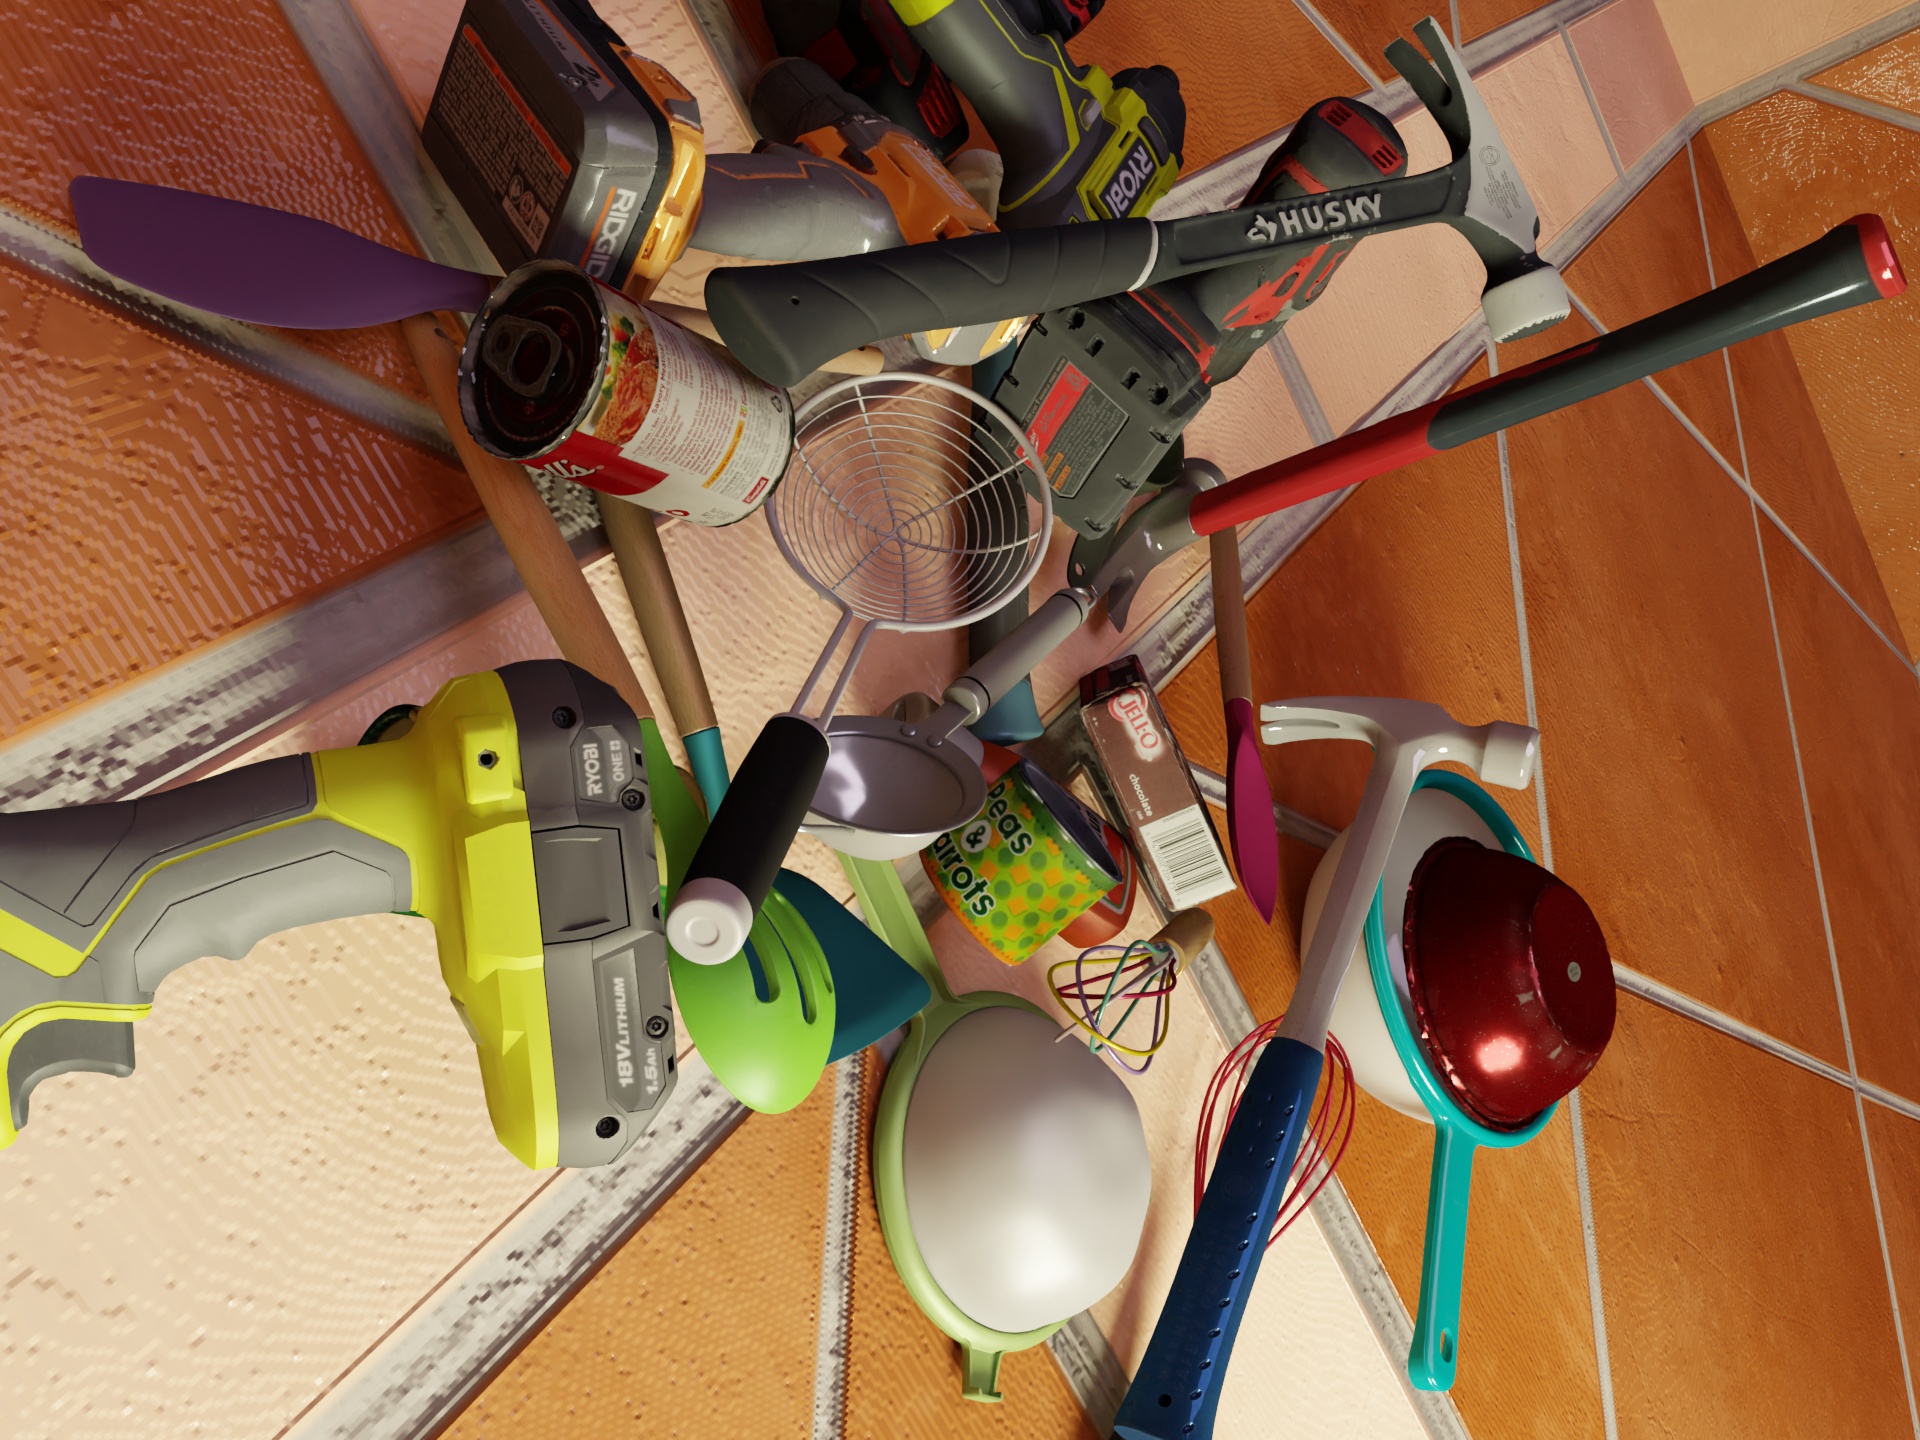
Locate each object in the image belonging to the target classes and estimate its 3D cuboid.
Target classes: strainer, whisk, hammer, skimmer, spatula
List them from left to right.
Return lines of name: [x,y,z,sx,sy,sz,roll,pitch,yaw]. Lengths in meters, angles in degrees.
spatula: [-0.153,-0.153,0.593,0.315,0.018,0.060,-2,56,-42]
spatula: [-0.100,-0.023,0.612,0.082,0.044,0.317,-19,90,-51]
skimmer: [-0.038,-0.042,0.573,0.127,0.090,0.363,23,25,-3]
strainer: [-0.001,-0.002,0.654,0.258,0.087,0.050,-42,149,-49]
hammer: [0.019,-0.141,0.798,0.128,0.033,0.331,19,62,-44]
strainer: [0.017,0.139,0.663,0.151,0.069,0.256,-34,104,-49]
whisk: [0.085,0.109,0.721,0.245,0.047,0.051,-7,104,-72]
hammer: [0.087,-0.197,0.644,0.409,0.036,0.149,-19,89,-29]
whisk: [0.118,0.259,0.748,0.073,0.073,0.296,51,51,-23]
hammer: [0.160,0.147,0.766,0.406,0.144,0.035,-62,152,-30]
strainer: [0.244,0.193,0.883,0.210,0.095,0.341,37,53,-30]
hammer: [0.236,-0.139,0.766,0.038,0.386,0.143,57,43,-18]

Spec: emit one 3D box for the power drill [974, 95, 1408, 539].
power drill: [0.109,-0.187,0.778,0.080,0.187,0.227,43,60,4]

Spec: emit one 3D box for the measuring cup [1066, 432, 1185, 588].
measuring cup: [0.072,-0.125,0.850,0.083,0.038,0.168,45,49,-28]

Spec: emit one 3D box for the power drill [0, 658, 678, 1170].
power drill: [-0.195,0.075,0.400,0.228,0.080,0.190,-6,89,-24]

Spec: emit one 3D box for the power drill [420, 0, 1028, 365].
power drill: [-0.094,-0.228,0.644,0.226,0.084,0.185,-4,49,-45]

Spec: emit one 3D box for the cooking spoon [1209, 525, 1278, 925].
cooking spoon: [0.147,-0.025,0.855,0.319,0.017,0.068,-85,151,-44]

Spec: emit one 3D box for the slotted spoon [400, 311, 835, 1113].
slotted spoon: [-0.120,-0.018,0.523,0.070,0.031,0.314,4,51,-60]

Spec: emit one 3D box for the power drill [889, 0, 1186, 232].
power drill: [0.024,-0.327,0.744,0.223,0.080,0.171,51,52,-30]

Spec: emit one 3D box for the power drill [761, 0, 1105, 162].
power drill: [-0.019,-0.375,0.812,0.143,0.078,0.220,54,46,-20]
